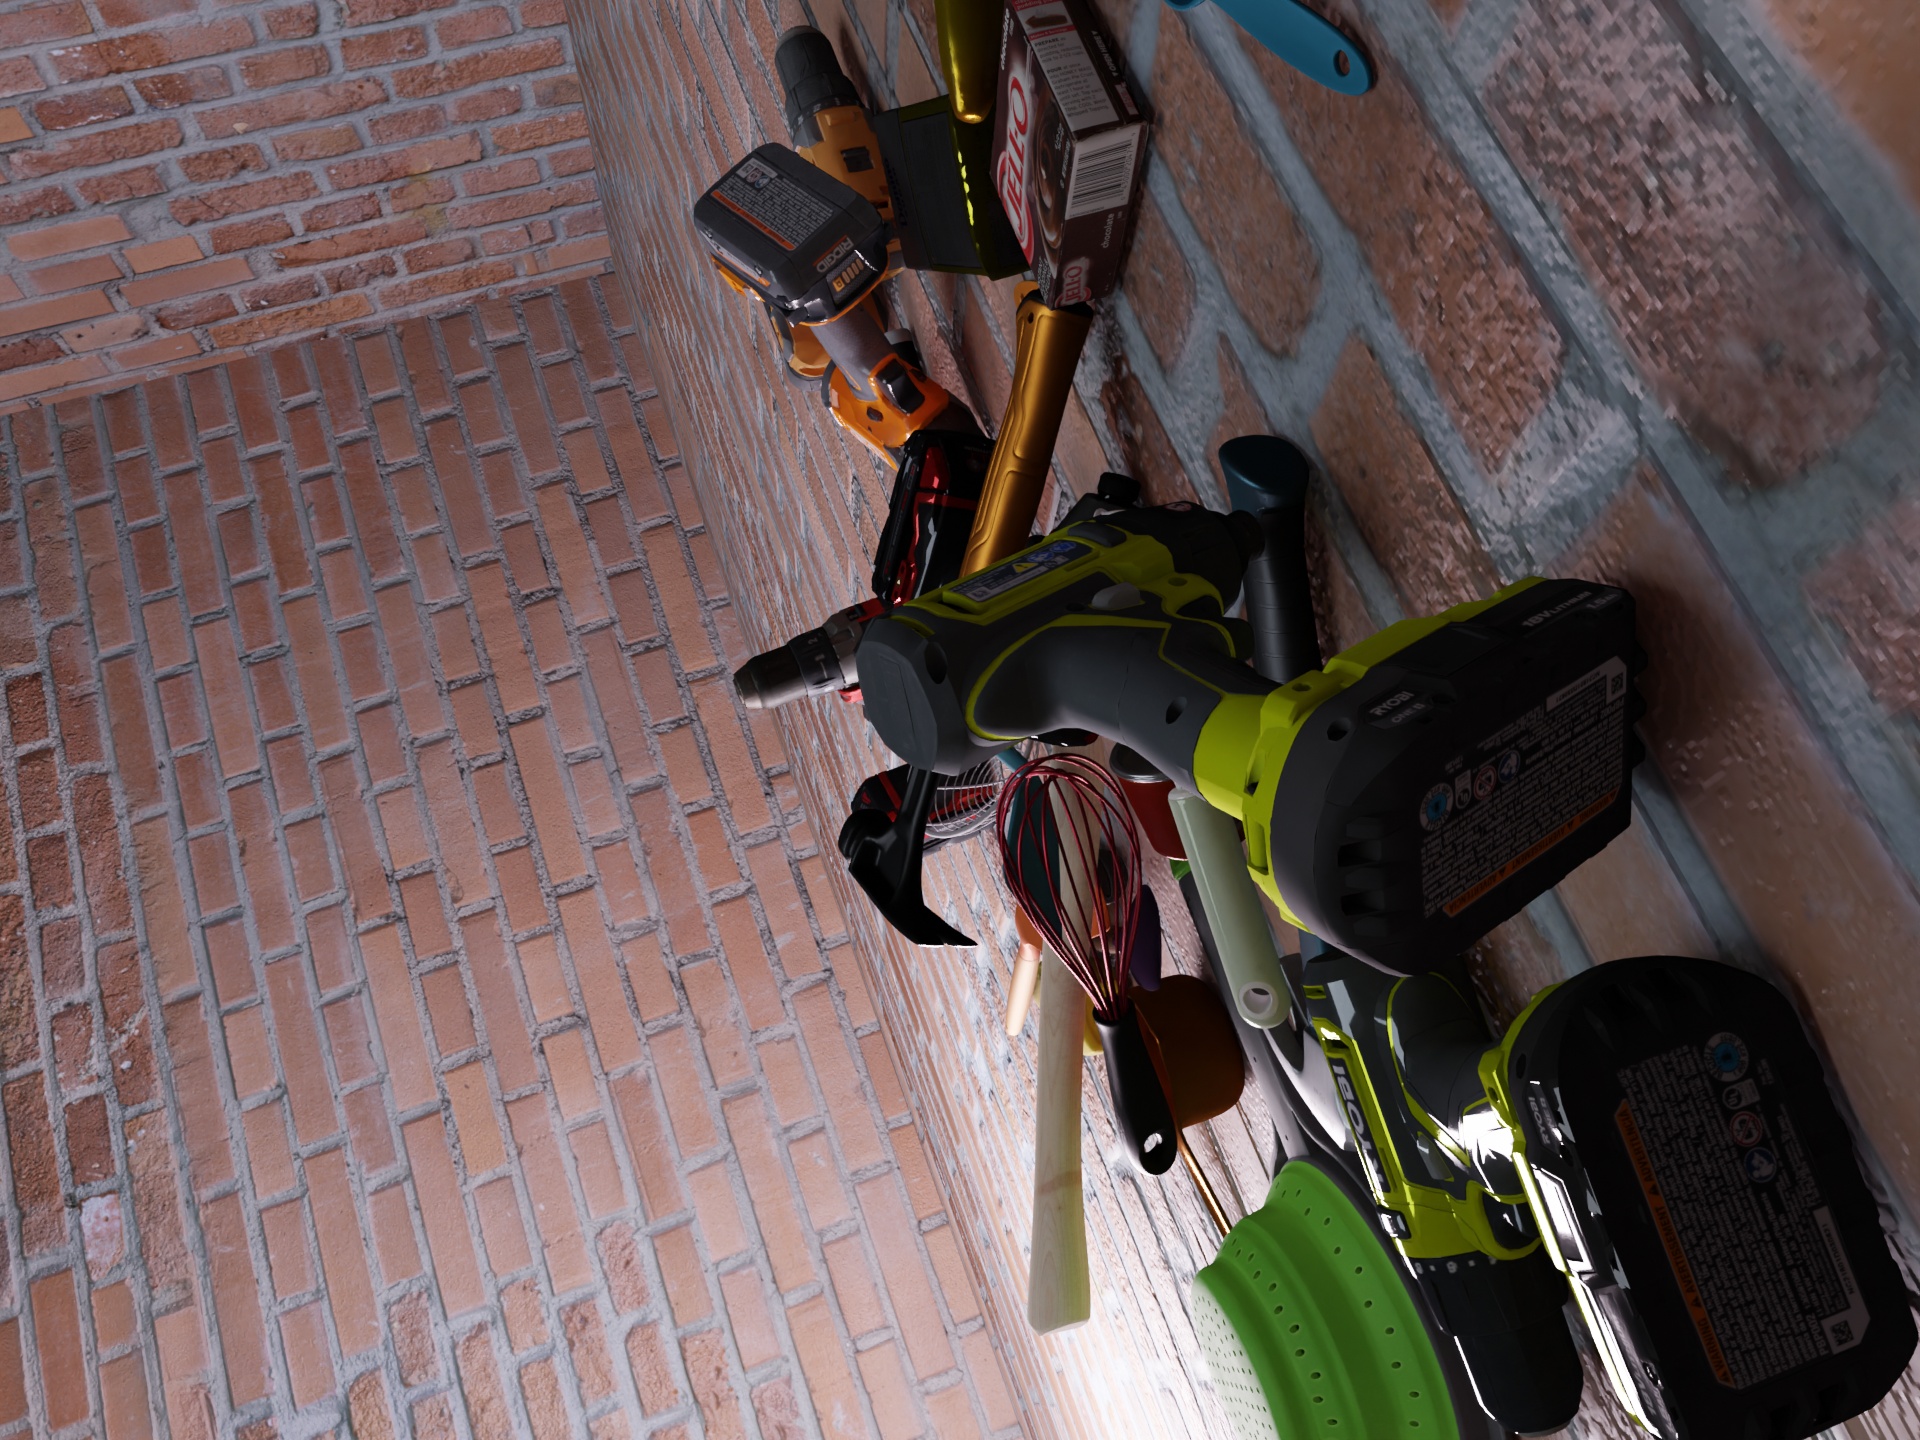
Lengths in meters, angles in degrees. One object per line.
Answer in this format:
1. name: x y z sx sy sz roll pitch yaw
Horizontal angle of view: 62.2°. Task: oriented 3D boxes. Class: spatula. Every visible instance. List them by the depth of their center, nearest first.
1. spatula: -0.002 -0.003 0.948 0.082 0.044 0.318 53 -175 -46
2. spatula: 0.100 0.138 1.012 0.316 0.018 0.060 111 159 -82
3. spatula: 0.055 0.165 1.102 0.322 0.041 0.081 94 156 -63

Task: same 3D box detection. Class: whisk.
1. whisk: 0.101 0.023 0.707 0.246 0.058 0.059 71 -159 -7
2. whisk: 0.078 0.139 0.841 0.073 0.073 0.295 -126 16 -57

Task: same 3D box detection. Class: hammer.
1. hammer: 0.151 0.041 0.686 0.128 0.033 0.330 -136 31 -65
2. hammer: 0.009 -0.051 0.817 0.127 0.034 0.336 43 122 55
3. hammer: 0.058 0.164 0.952 0.146 0.038 0.410 -161 71 -65

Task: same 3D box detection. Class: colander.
1. colander: 0.150 0.240 0.816 0.204 0.094 0.397 107 144 -70

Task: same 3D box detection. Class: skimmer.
1. skimmer: -0.023 -0.101 1.141 0.127 0.090 0.363 -12 93 46

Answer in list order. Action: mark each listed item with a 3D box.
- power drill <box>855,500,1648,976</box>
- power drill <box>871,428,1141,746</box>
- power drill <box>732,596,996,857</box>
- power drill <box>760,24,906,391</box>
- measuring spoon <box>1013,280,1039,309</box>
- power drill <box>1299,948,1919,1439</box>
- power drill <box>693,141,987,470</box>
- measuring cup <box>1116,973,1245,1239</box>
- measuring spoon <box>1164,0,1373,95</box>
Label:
1. power drill: 0.094 -0.016 0.516 0.223 0.171 0.080 26 135 49
2. power drill: 0.032 -0.088 0.890 0.220 0.078 0.143 44 123 57
3. power drill: -0.072 0.009 1.298 0.080 0.188 0.226 -126 18 -54
4. power drill: -0.099 -0.364 1.150 0.226 0.084 0.185 125 127 -70
5. measuring spoon: 0.047 -0.225 0.847 0.117 0.011 0.021 -132 28 -71
6. power drill: 0.199 0.163 0.534 0.228 0.080 0.190 124 129 -78
7. power drill: -0.058 -0.236 1.000 0.164 0.084 0.226 43 174 37
8. measuring cup: 0.147 0.229 0.924 0.095 0.052 0.174 96 152 -62
9. measuring spoon: 0.105 -0.248 0.542 0.129 0.021 0.042 54 160 33
